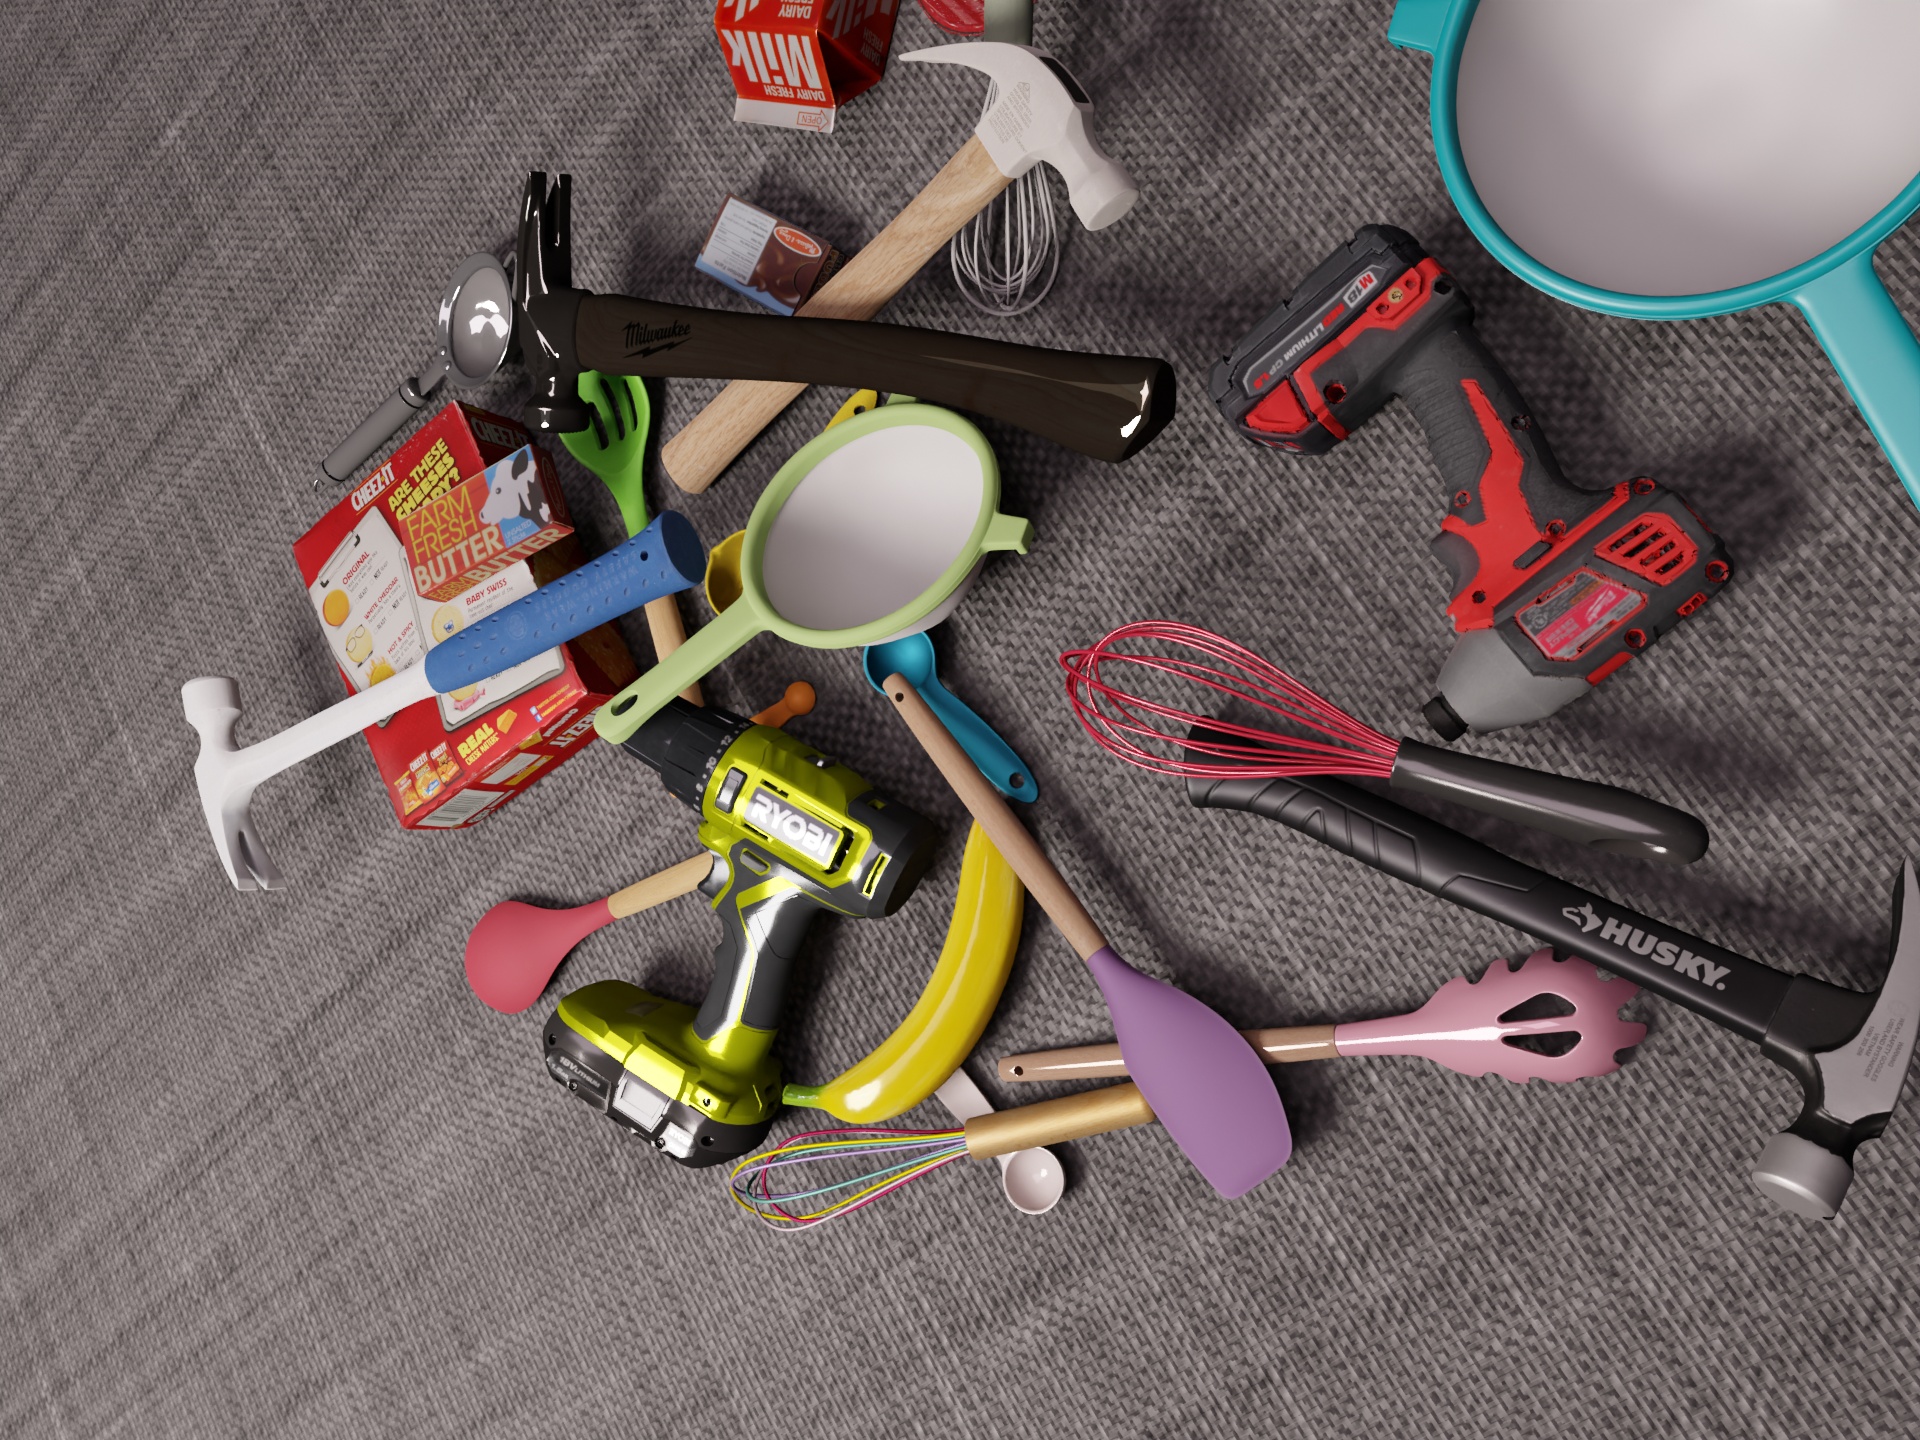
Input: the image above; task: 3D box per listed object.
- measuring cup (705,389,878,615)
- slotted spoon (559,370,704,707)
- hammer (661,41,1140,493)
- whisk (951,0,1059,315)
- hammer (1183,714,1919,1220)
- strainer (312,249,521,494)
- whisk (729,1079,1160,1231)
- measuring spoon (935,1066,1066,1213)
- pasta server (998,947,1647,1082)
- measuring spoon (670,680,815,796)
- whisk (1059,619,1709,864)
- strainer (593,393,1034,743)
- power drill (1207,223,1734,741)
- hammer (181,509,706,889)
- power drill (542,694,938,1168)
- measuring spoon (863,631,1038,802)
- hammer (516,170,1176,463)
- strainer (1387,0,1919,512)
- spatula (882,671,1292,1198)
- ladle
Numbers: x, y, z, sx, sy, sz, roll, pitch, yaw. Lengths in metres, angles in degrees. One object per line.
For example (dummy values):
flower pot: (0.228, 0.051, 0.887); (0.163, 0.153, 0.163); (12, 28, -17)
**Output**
measuring cup: (-0.088, -0.121, 0.914); (0.062, 0.029, 0.156); (34, 91, 24)
slotted spoon: (-0.184, -0.082, 0.951); (0.070, 0.031, 0.314); (-23, 77, 25)
hammer: (-0.059, -0.228, 0.852); (0.331, 0.031, 0.130); (-35, 83, 36)
whisk: (0.025, -0.334, 0.815); (0.059, 0.058, 0.246); (-3, 110, -11)
hammer: (0.244, 0.070, 0.705); (0.335, 0.035, 0.146); (26, 73, 32)
strainer: (-0.350, -0.220, 1.040); (0.258, 0.050, 0.087); (-32, 68, 28)
whisk: (-0.012, 0.224, 0.829); (0.245, 0.051, 0.047); (-18, 90, 19)
measuring spoon: (0.013, 0.211, 0.849); (0.034, 0.018, 0.124); (-50, 61, 9)
pasta server: (0.160, 0.156, 0.769); (0.316, 0.040, 0.060); (-12, 82, 30)
measuring spoon: (-0.131, 0.013, 0.930); (0.117, 0.011, 0.021); (-35, 73, 22)
whisk: (0.177, 0.013, 0.712); (0.296, 0.073, 0.073); (17, 95, 24)
strainer: (-0.079, -0.058, 0.851); (0.256, 0.069, 0.152); (-37, 51, 5)
power drill: (0.220, -0.103, 0.723); (0.143, 0.078, 0.220); (-42, 73, 20)
hammer: (-0.311, -0.019, 0.928); (0.405, 0.035, 0.144); (-22, 77, 27)
power drill: (-0.140, 0.108, 0.879); (0.190, 0.080, 0.228); (28, 102, 14)
measuring spoon: (-0.001, -0.003, 0.866); (0.129, 0.021, 0.042); (46, 103, 12)
hammer: (-0.078, -0.202, 0.832); (0.411, 0.038, 0.146); (14, 111, 30)
strainer: (0.339, -0.208, 0.656); (0.211, 0.095, 0.340); (-29, 77, 26)
spatula: (0.055, 0.095, 0.799); (0.059, 0.018, 0.316); (-44, 70, 17)
ladle: (-0.185, 0.104, 0.947); (0.315, 0.031, 0.069); (-24, 77, 23)
